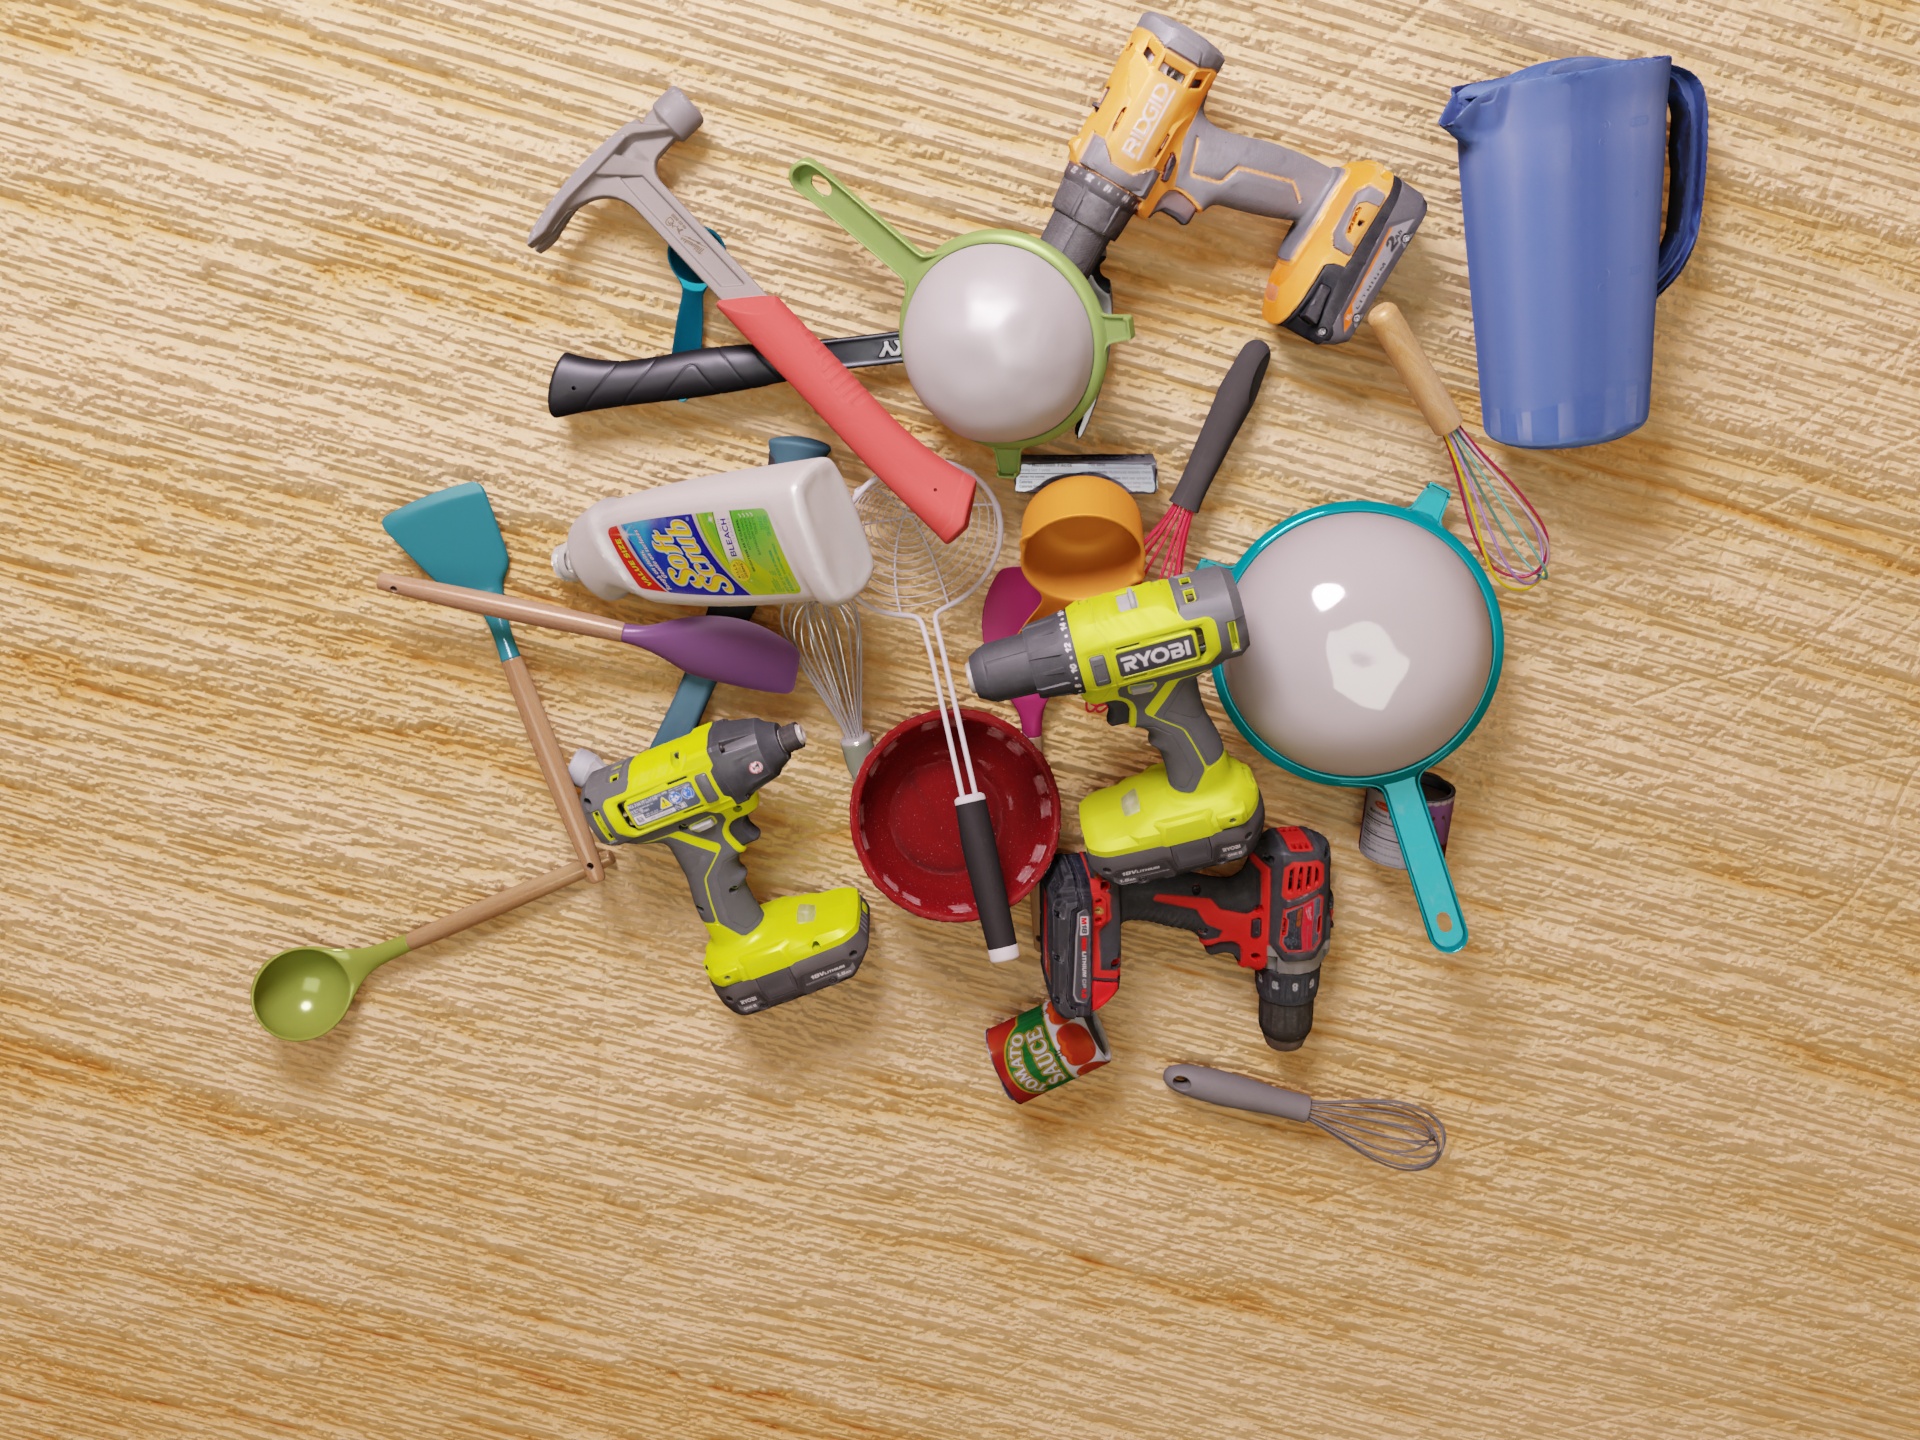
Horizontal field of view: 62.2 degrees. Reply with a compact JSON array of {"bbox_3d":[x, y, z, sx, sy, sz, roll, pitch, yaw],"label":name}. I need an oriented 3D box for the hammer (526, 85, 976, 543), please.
[{"bbox_3d":[-0.128,-0.255,1.093,0.149,0.037,0.359,-43,90,7],"label":"hammer"}]

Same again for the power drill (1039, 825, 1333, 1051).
[{"bbox_3d":[0.179,0.180,1.247,0.226,0.080,0.187,-4,111,-5],"label":"power drill"}]

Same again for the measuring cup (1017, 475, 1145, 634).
[{"bbox_3d":[0.071,-0.108,1.155,0.095,0.052,0.173,15,141,-15],"label":"measuring cup"}]

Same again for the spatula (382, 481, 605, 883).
[{"bbox_3d":[-0.338,-0.021,1.212,0.082,0.044,0.317,-21,95,4],"label":"spatula"}]

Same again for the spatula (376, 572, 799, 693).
[{"bbox_3d":[-0.275,-0.073,1.182,0.316,0.018,0.059,11,124,-2],"label":"spatula"}]

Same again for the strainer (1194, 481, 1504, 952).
[{"bbox_3d":[0.302,0.007,1.130,0.211,0.095,0.340,-18,88,11],"label":"strainer"}]

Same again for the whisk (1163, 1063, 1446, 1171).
[{"bbox_3d":[0.283,0.323,1.312,0.239,0.055,0.055,14,108,3],"label":"whisk"}]

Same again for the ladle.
[{"bbox_3d":[-0.427,0.175,1.290,0.320,0.062,0.078,-23,106,7],"label":"ladle"}]

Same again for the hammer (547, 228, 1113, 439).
[{"bbox_3d":[-0.093,-0.256,1.136,0.409,0.036,0.149,-7,109,2],"label":"hammer"}]

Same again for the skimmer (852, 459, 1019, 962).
[{"bbox_3d":[-0.002,-0.004,1.149,0.127,0.090,0.363,-12,86,-12],"label":"skimmer"}]

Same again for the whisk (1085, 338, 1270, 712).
[{"bbox_3d":[0.154,-0.138,1.161,0.073,0.073,0.296,23,103,-5],"label":"whisk"}]

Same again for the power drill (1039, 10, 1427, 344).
[{"bbox_3d":[0.172,-0.334,1.067,0.226,0.084,0.185,25,108,-15],"label":"power drill"}]

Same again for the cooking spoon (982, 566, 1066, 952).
[{"bbox_3d":[0.057,0.035,1.240,0.069,0.017,0.318,3,109,20],"label":"cooking spoon"}]

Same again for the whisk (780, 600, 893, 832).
[{"bbox_3d":[-0.084,0.007,1.223,0.059,0.058,0.246,-14,112,2],"label":"whisk"}]

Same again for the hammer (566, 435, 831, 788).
[{"bbox_3d":[-0.184,-0.067,1.210,0.128,0.033,0.331,25,107,-5],"label":"hammer"}]

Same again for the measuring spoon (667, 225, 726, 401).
[{"bbox_3d":[-0.194,-0.295,1.149,0.042,0.021,0.128,8,117,-8],"label":"measuring spoon"}]

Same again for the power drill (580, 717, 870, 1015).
[{"bbox_3d":[-0.163,0.106,1.219,0.171,0.080,0.223,-21,118,9],"label":"power drill"}]

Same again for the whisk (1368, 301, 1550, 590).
[{"bbox_3d":[0.348,-0.185,1.104,0.047,0.051,0.244,-31,114,19],"label":"whisk"}]

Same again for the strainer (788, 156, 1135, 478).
[{"bbox_3d":[-0.022,-0.278,1.055,0.256,0.069,0.151,40,126,-4],"label":"strainer"}]

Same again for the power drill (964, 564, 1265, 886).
[{"bbox_3d":[0.119,0.008,1.132,0.190,0.080,0.228,-15,127,6],"label":"power drill"}]
